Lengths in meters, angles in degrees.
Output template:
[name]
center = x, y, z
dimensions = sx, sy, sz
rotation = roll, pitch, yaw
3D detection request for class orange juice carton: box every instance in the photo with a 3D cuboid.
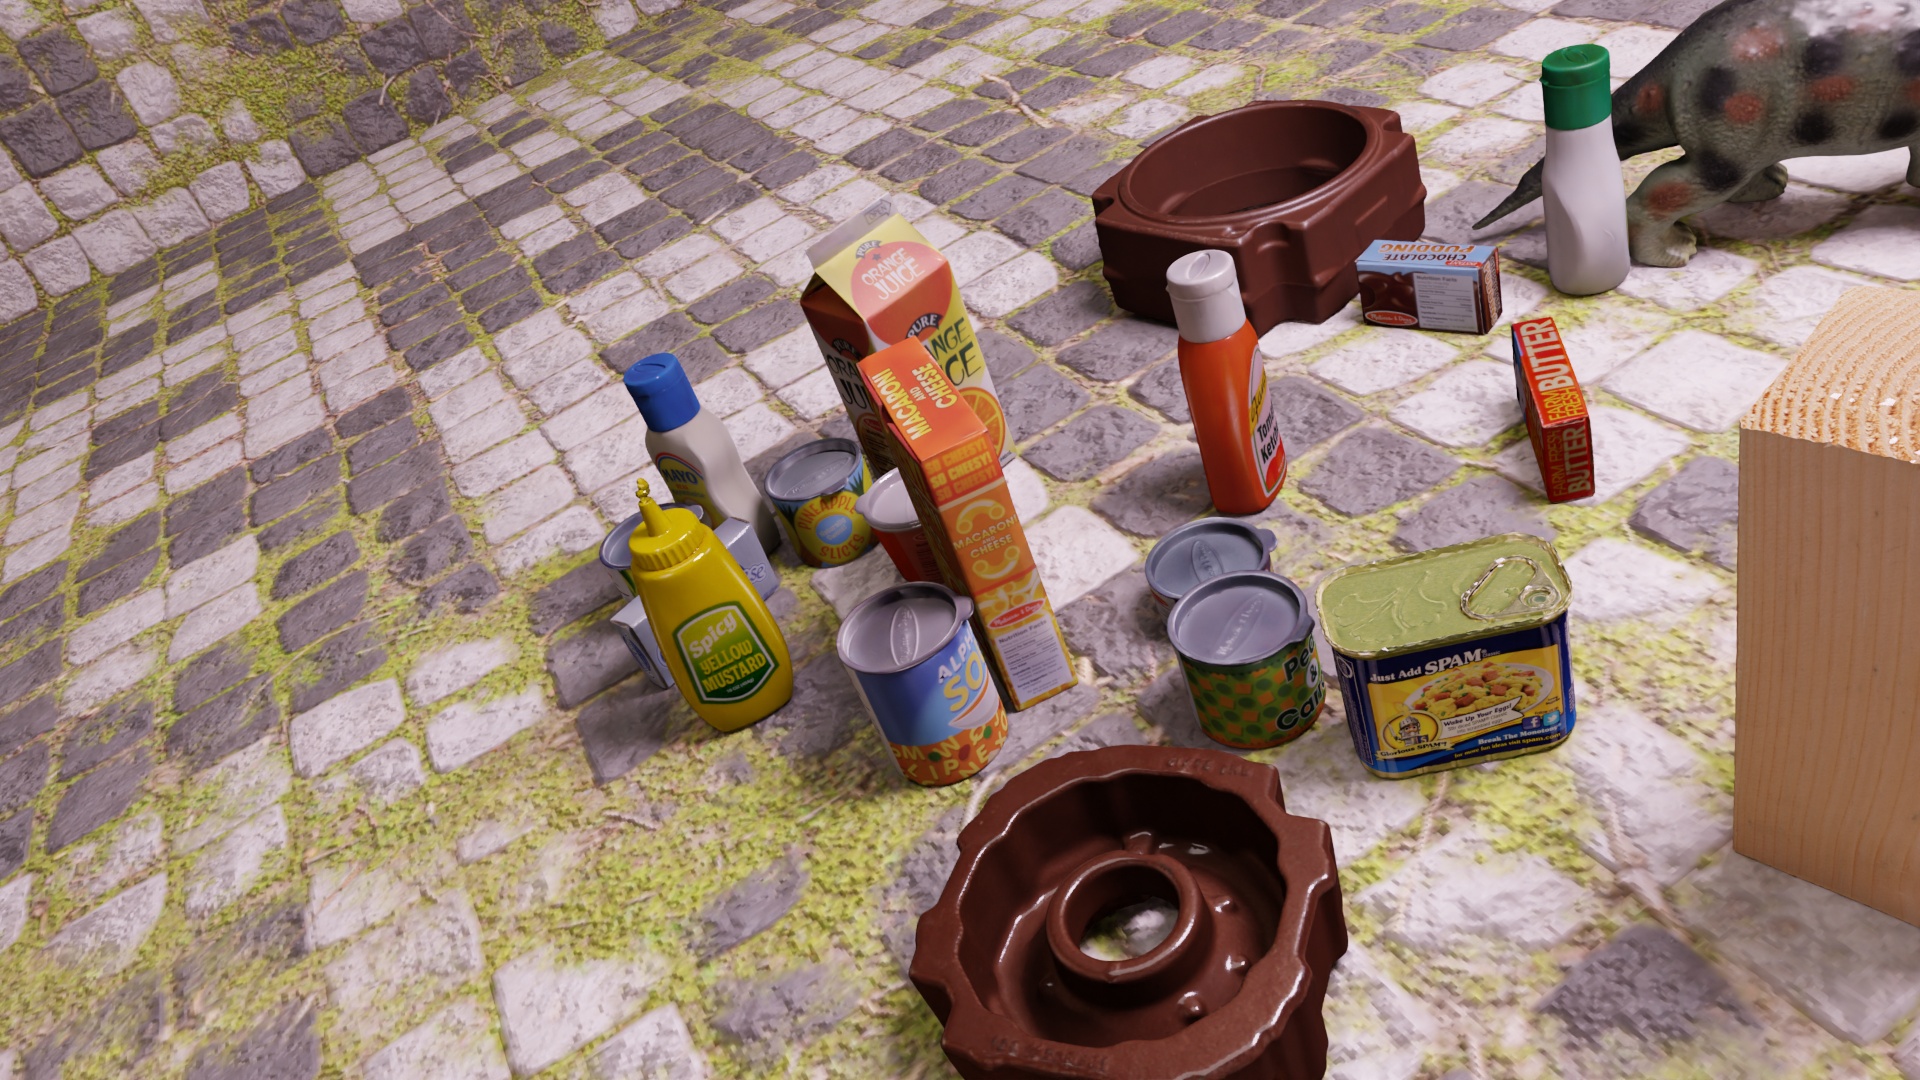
[orange juice carton]
center = -0.038, -0.118, 0.880
dimensions = 0.072, 0.191, 0.073
rotation = -39, 38, -24

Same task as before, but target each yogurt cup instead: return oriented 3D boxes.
[yogurt cup]
center = -0.020, -0.010, 0.845
dimensions = 0.072, 0.053, 0.073
rotation = -14, 35, 11

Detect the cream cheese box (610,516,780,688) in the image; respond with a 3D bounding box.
[cream cheese box]
center = -0.161, 0.038, 0.858
dimensions = 0.024, 0.053, 0.104
rotation = 16, 49, 42

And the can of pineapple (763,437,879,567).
[can of pineapple]
center = -0.085, -0.024, 0.896
dimensions = 0.071, 0.057, 0.071
rotation = -14, 35, 11

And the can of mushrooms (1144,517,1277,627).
[can of mushrooms]
center = 0.136, 0.020, 0.739
dimensions = 0.071, 0.033, 0.071
rotation = -14, 35, 10

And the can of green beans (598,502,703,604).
[can of green beans]
center = -0.190, 0.018, 0.896
dimensions = 0.071, 0.057, 0.071
rotation = -14, 35, 11

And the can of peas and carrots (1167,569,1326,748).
[can of peas and carrots]
center = 0.140, 0.057, 0.665
dimensions = 0.071, 0.058, 0.071
rotation = -14, 35, 11

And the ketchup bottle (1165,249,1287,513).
[ketchup bottle]
center = 0.148, -0.090, 0.780
dimensions = 0.043, 0.148, 0.065
rotation = -1, 40, 28

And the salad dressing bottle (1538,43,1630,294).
[salad dressing bottle]
center = 0.375, -0.222, 0.839
dimensions = 0.044, 0.147, 0.064
rotation = -15, 35, 10

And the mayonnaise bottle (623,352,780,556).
[mayonnaise bottle]
center = -0.170, -0.051, 0.899
dimensions = 0.065, 0.147, 0.041
rotation = 7, 44, 36

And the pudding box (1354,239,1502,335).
[pudding box]
center = 0.298, -0.162, 0.885
dimensions = 0.084, 0.049, 0.030
rotation = 13, 48, 40

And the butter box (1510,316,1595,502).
[butter box]
center = 0.319, -0.072, 0.749
dimensions = 0.024, 0.053, 0.104
rotation = -10, 36, 18

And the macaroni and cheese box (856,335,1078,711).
[macaroni and cheese box]
center = 0.003, -0.009, 0.734
dimensions = 0.040, 0.165, 0.124
rotation = -25, 34, -5

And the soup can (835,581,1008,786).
[soup can]
center = -0.015, 0.073, 0.705
dimensions = 0.071, 0.083, 0.072
rotation = -15, 35, 11

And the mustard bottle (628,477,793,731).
[mustard bottle]
center = -0.145, 0.033, 0.762
dimensions = 0.065, 0.159, 0.049
rotation = -28, 35, -8
